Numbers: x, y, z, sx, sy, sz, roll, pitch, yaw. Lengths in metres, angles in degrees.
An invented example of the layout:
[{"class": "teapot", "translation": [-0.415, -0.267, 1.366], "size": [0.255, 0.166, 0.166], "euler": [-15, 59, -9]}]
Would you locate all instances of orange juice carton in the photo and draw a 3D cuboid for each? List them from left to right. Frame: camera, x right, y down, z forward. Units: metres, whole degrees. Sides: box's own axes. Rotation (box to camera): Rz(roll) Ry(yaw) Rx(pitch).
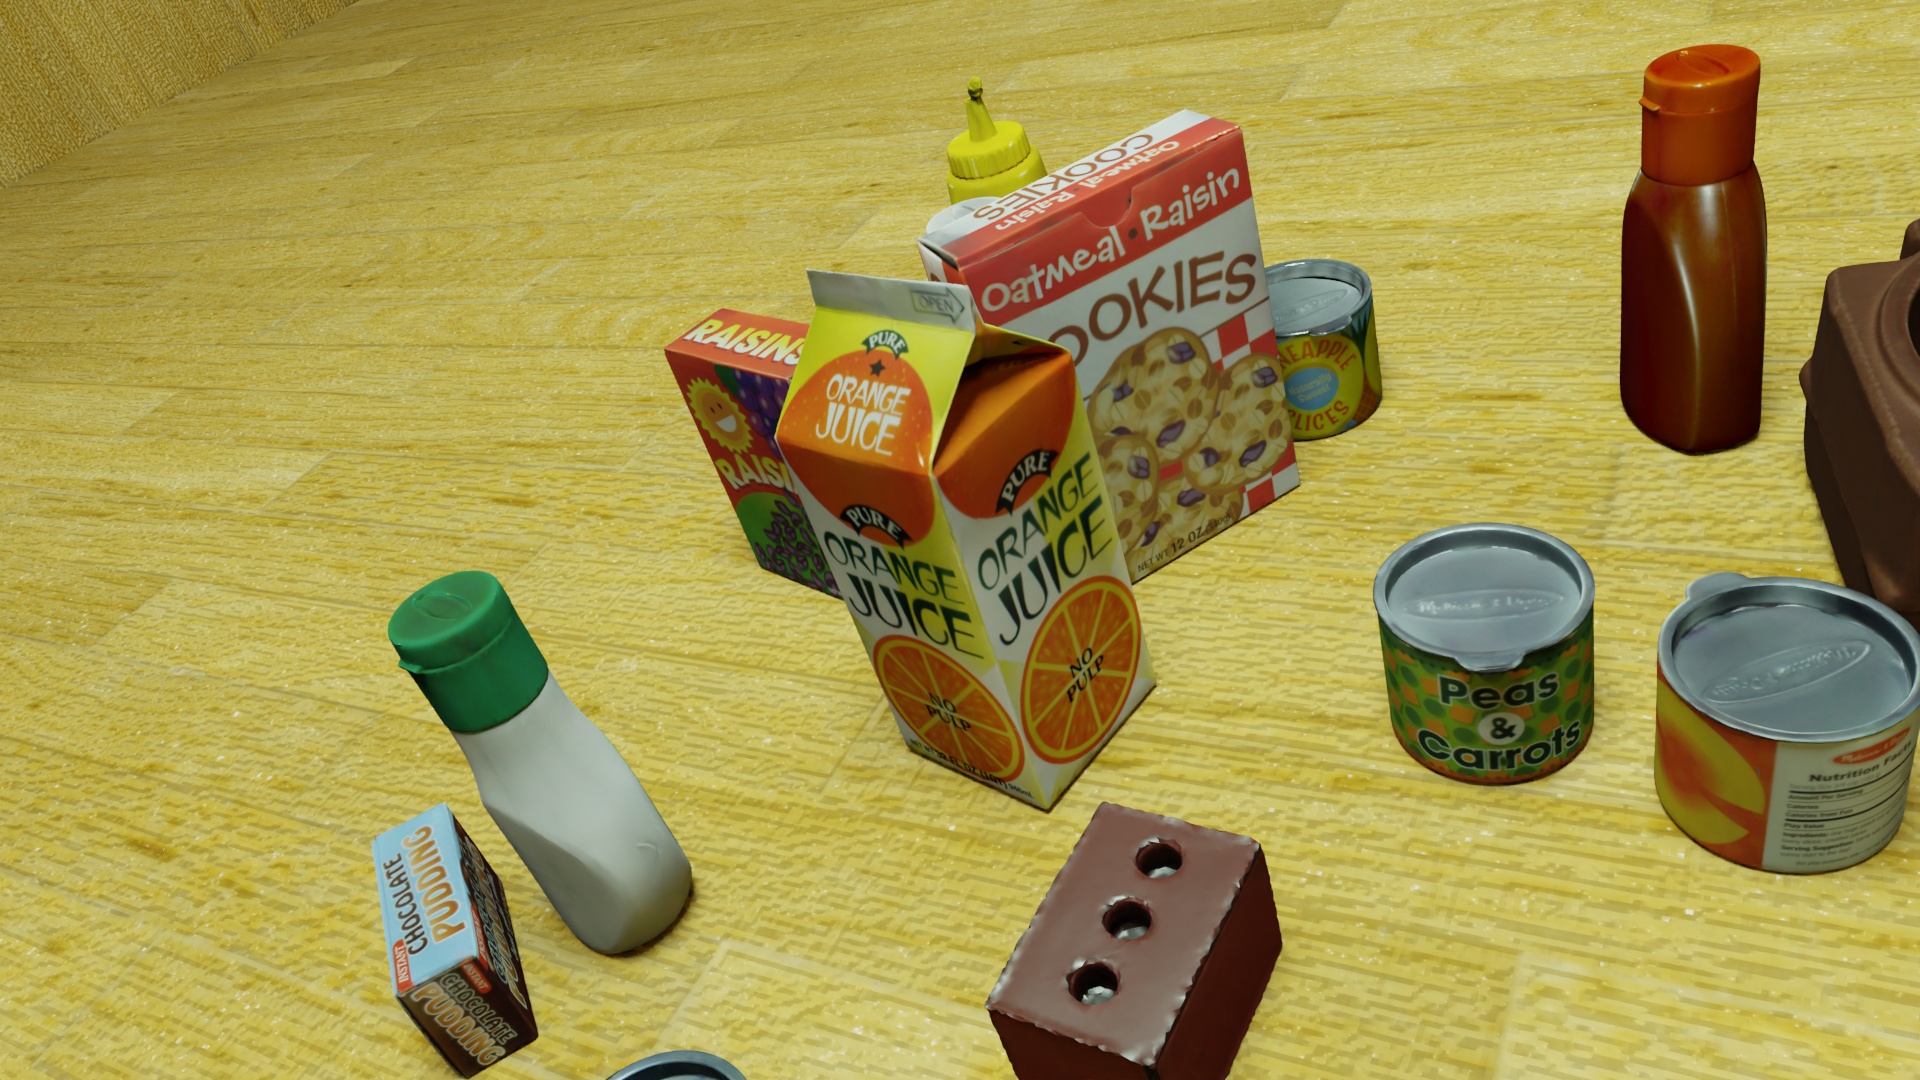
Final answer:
[{"class": "orange juice carton", "translation": [0.002, -0.006, 0.474], "size": [0.072, 0.191, 0.073], "euler": [17, 48, 40]}]

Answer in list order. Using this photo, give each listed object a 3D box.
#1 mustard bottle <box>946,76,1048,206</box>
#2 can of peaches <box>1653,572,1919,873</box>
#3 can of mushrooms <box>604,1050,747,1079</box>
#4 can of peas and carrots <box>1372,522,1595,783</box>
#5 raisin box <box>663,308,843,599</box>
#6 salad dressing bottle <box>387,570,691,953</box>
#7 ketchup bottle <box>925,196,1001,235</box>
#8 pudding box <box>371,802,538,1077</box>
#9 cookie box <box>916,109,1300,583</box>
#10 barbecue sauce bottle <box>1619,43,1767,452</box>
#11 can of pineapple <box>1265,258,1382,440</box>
[{"class": "mustard bottle", "translation": [0.025, -0.156, 0.693], "size": [0.049, 0.159, 0.066], "euler": [-1, 39, 24]}, {"class": "can of peaches", "translation": [0.238, 0.052, 0.405], "size": [0.071, 0.057, 0.071], "euler": [-12, 36, 9]}, {"class": "can of mushrooms", "translation": [-0.084, 0.185, 0.393], "size": [0.071, 0.033, 0.071], "euler": [-12, 36, 9]}, {"class": "can of peas and carrots", "translation": [0.172, 0.038, 0.453], "size": [0.071, 0.058, 0.071], "euler": [-12, 36, 9]}, {"class": "raisin box", "translation": [-0.069, -0.036, 0.607], "size": [0.086, 0.122, 0.040], "euler": [18, 49, 41]}, {"class": "salad dressing bottle", "translation": [-0.139, 0.077, 0.466], "size": [0.064, 0.147, 0.044], "euler": [12, 46, 37]}, {"class": "ketchup bottle", "translation": [0.022, -0.070, 0.589], "size": [0.043, 0.148, 0.065], "euler": [-24, 35, -7]}, {"class": "pudding box", "translation": [-0.178, 0.138, 0.486], "size": [0.030, 0.049, 0.084], "euler": [-27, 36, -12]}, {"class": "cookie box", "translation": [0.065, -0.066, 0.548], "size": [0.123, 0.166, 0.040], "euler": [-29, 36, -14]}, {"class": "barbecue sauce bottle", "translation": [0.277, -0.109, 0.525], "size": [0.044, 0.147, 0.065], "euler": [-16, 35, 4]}, {"class": "can of pineapple", "translation": [0.155, -0.085, 0.628], "size": [0.071, 0.057, 0.071], "euler": [-12, 36, 9]}]
